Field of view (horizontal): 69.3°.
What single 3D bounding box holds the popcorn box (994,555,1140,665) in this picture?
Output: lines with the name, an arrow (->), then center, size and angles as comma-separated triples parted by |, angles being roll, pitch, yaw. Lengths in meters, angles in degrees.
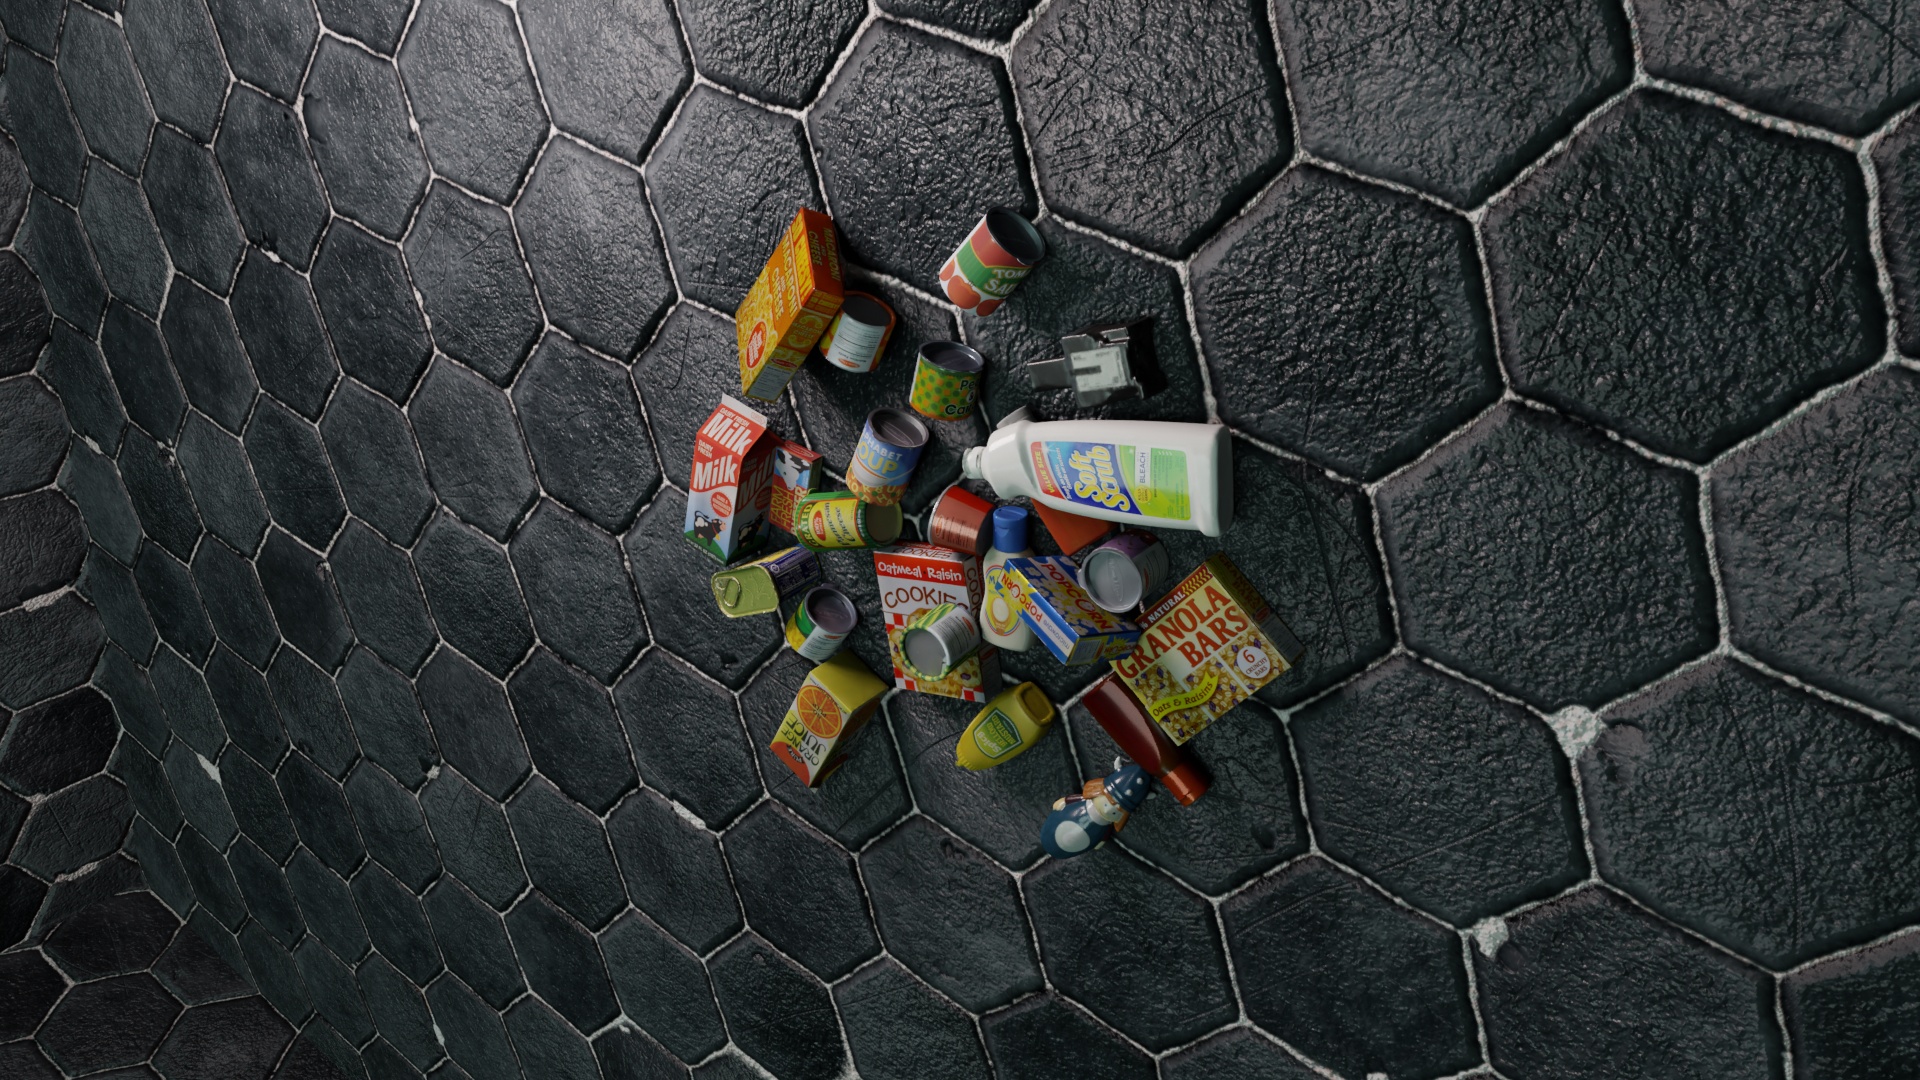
popcorn box -> 0.103, 0.067, 1.349 | 0.127, 0.085, 0.038 | 47, 127, 39

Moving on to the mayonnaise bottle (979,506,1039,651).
mayonnaise bottle -> 0.051, 0.039, 1.433 | 0.065, 0.041, 0.147 | 16, 119, 33

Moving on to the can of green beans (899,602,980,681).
can of green beans -> -0.022, 0.107, 1.454 | 0.071, 0.058, 0.071 | 16, 120, 30

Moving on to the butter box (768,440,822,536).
butter box -> -0.188, -0.057, 1.584 | 0.053, 0.024, 0.103 | 26, 123, 25

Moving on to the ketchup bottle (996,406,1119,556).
ketchup bottle -> 0.090, -0.061, 1.358 | 0.064, 0.044, 0.149 | -35, 86, 35

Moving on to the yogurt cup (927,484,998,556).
yogurt cup -> 0.005, -0.018, 1.430 | 0.054, 0.073, 0.072 | 21, 121, 19

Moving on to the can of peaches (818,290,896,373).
can of peaches -> -0.106, -0.216, 1.426 | 0.071, 0.071, 0.057 | 39, 128, 17

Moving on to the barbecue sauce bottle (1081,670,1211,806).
barbecue sauce bottle -> 0.190, 0.200, 1.398 | 0.148, 0.044, 0.064 | 50, 138, 8

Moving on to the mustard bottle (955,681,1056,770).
mustard bottle -> 0.038, 0.214, 1.516 | 0.065, 0.049, 0.159 | 52, 131, 9

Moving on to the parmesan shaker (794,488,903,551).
parmesan shaker -> -0.123, -0.025, 1.522 | 0.103, 0.071, 0.071 | -4, 107, 38

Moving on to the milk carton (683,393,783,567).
milk carton -> -0.260, -0.073, 1.599 | 0.072, 0.074, 0.189 | 29, 124, 24

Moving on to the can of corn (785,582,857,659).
can of corn -> -0.161, 0.094, 1.605 | 0.071, 0.071, 0.058 | 47, 131, 10

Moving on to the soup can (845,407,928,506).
soup can -> -0.080, -0.087, 1.457 | 0.071, 0.072, 0.083 | 39, 128, 18

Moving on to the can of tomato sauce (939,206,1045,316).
can of tomato sauce -> 0.030, -0.259, 1.301 | 0.071, 0.071, 0.082 | 52, 132, 7

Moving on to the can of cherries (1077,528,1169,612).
can of cherries -> 0.157, 0.028, 1.337 | 0.071, 0.059, 0.071 | 16, 120, 31

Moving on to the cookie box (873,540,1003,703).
cookie box -> -0.024, 0.086, 1.513 | 0.123, 0.040, 0.166 | 5, 114, 35

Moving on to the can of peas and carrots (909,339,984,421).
can of peas and carrots -> -0.012, -0.158, 1.378 | 0.071, 0.071, 0.058 | 30, 126, 24

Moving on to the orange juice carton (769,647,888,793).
orange juice carton -> -0.165, 0.224, 1.659 | 0.072, 0.073, 0.191 | 42, 129, 15

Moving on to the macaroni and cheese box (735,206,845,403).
macaroni and cheese box -> -0.179, -0.243, 1.444 | 0.165, 0.040, 0.124 | -47, 42, 40

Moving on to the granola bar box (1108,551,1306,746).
granola bar box -> 0.228, 0.106, 1.330 | 0.124, 0.039, 0.164 | 51, 131, 8
